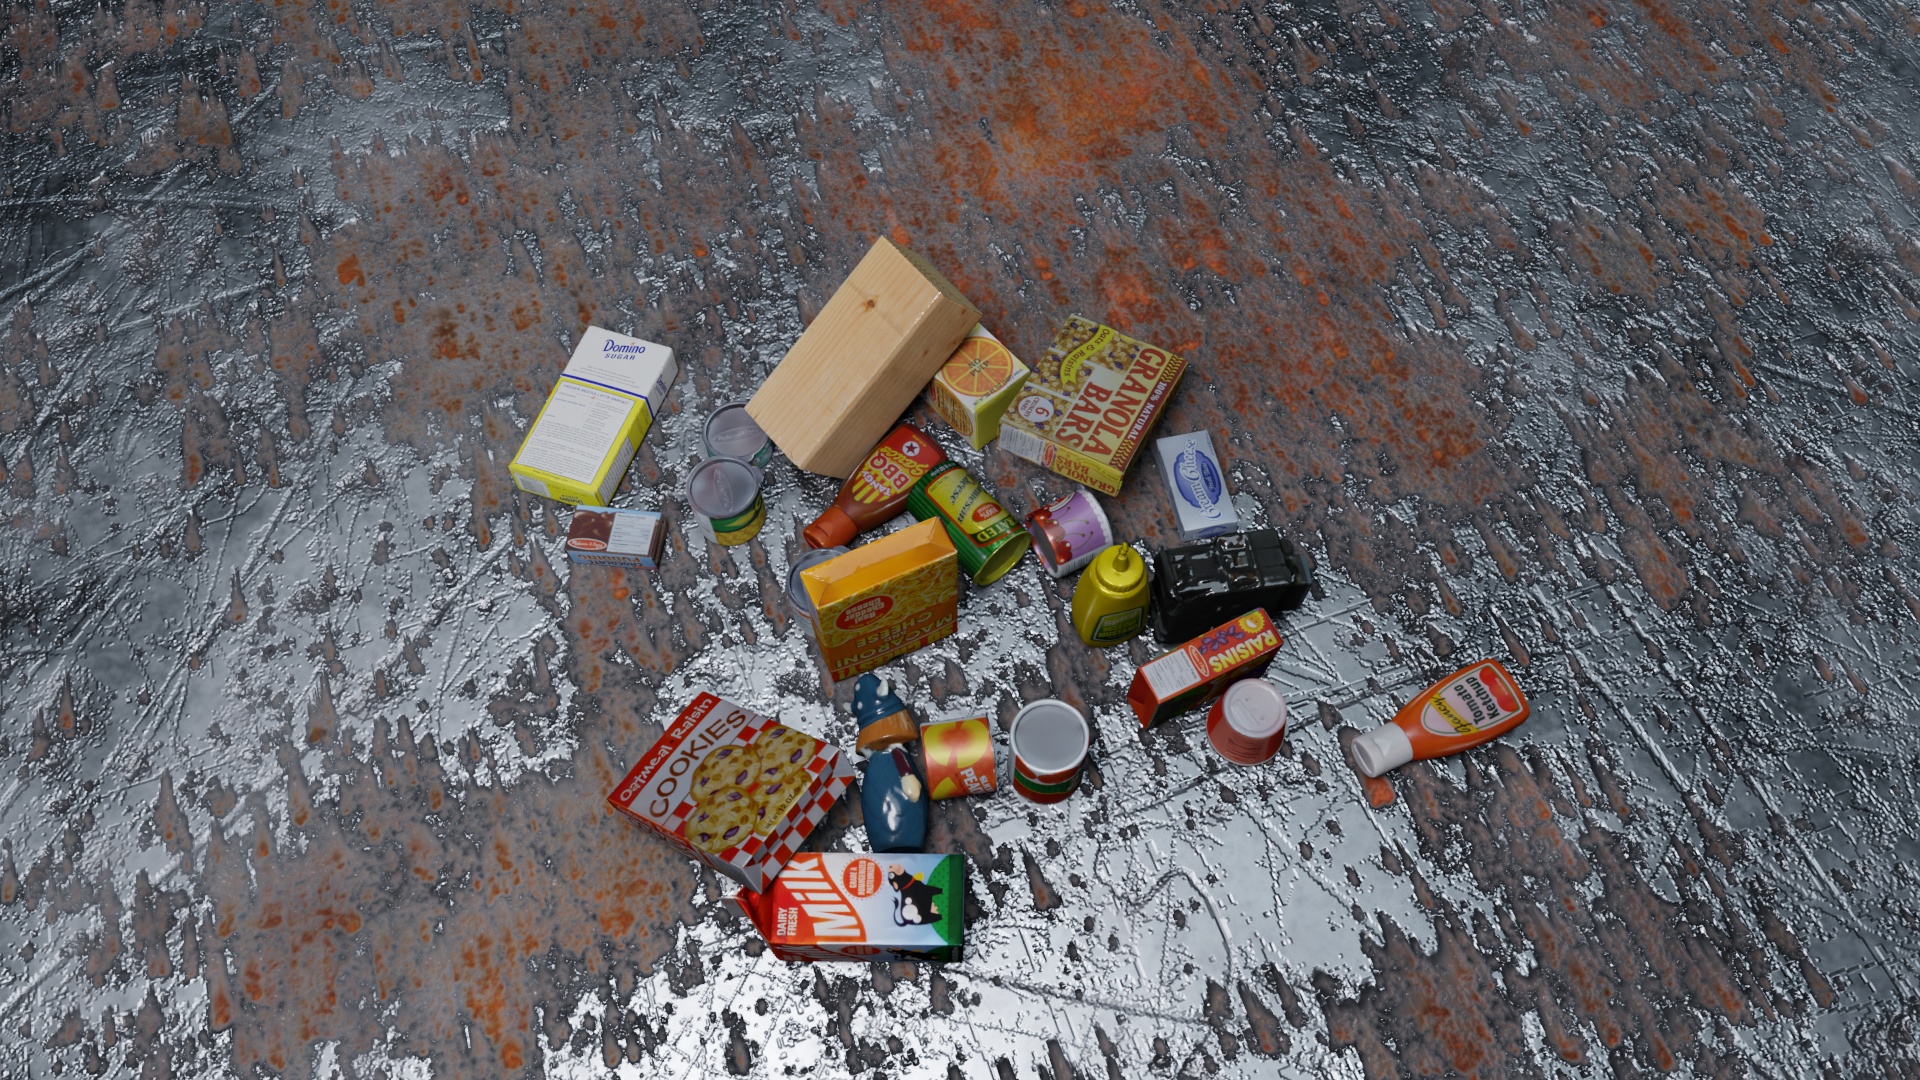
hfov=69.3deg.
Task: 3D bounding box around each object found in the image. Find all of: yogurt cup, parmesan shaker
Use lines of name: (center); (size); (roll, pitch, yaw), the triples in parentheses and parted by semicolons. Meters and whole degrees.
yogurt cup: (0.247, 0.153, 1.188); (0.072, 0.053, 0.073); (0, 62, 1)
parmesan shaker: (0.005, -0.016, 1.269); (0.071, 0.071, 0.103); (-38, 68, -18)

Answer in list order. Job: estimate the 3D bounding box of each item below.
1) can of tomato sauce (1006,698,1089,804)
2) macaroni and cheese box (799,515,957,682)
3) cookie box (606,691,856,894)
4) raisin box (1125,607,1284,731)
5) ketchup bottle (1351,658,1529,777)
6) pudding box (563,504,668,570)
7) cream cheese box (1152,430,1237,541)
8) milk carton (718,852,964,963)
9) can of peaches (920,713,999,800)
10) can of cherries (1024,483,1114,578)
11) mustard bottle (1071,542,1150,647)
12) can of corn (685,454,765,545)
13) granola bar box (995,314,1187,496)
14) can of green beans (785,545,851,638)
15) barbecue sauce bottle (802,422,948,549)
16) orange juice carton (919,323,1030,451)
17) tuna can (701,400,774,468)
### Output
can of tomato sauce: (0.075, 0.176, 1.159); (0.071, 0.082, 0.071); (0, 62, 1)
macaroni and cheese box: (-0.065, 0.054, 1.176); (0.124, 0.165, 0.040); (-22, 65, -11)
cookie box: (-0.188, 0.199, 1.128); (0.167, 0.040, 0.123); (15, 53, 37)
raisin box: (0.208, 0.111, 1.191); (0.123, 0.085, 0.040); (-24, 68, -11)
ketchup bottle: (0.408, 0.157, 1.191); (0.149, 0.043, 0.065); (-23, 65, -11)
pudding box: (-0.317, -0.003, 1.284); (0.084, 0.030, 0.050); (5, 63, 3)
cream cheese box: (0.222, -0.052, 1.313); (0.053, 0.024, 0.104); (-11, 62, -4)
milk carton: (-0.092, 0.292, 1.104); (0.191, 0.072, 0.074); (0, 62, 1)
can of peaches: (-0.001, 0.184, 1.164); (0.058, 0.071, 0.071); (-7, 63, -3)
can of cherries: (0.098, -0.009, 1.266); (0.058, 0.071, 0.071); (-25, 65, -11)
mustard bottle: (0.131, 0.043, 1.187); (0.065, 0.159, 0.049); (-14, 65, -6)
can of corn: (-0.214, -0.037, 1.286); (0.071, 0.058, 0.071); (0, 62, 0)
granola bar box: (0.124, -0.130, 1.299); (0.124, 0.038, 0.166); (24, 54, 12)
can of green beans: (-0.120, 0.048, 1.241); (0.071, 0.057, 0.071); (0, 62, 0)
barbecue sauce bottle: (-0.082, -0.043, 1.297); (0.065, 0.043, 0.149); (41, 70, 16)
orange juice carton: (-0.021, -0.185, 1.356); (0.072, 0.072, 0.193); (-38, 68, -16)
tuna can: (-0.212, -0.096, 1.331); (0.071, 0.032, 0.071); (0, 62, 0)
